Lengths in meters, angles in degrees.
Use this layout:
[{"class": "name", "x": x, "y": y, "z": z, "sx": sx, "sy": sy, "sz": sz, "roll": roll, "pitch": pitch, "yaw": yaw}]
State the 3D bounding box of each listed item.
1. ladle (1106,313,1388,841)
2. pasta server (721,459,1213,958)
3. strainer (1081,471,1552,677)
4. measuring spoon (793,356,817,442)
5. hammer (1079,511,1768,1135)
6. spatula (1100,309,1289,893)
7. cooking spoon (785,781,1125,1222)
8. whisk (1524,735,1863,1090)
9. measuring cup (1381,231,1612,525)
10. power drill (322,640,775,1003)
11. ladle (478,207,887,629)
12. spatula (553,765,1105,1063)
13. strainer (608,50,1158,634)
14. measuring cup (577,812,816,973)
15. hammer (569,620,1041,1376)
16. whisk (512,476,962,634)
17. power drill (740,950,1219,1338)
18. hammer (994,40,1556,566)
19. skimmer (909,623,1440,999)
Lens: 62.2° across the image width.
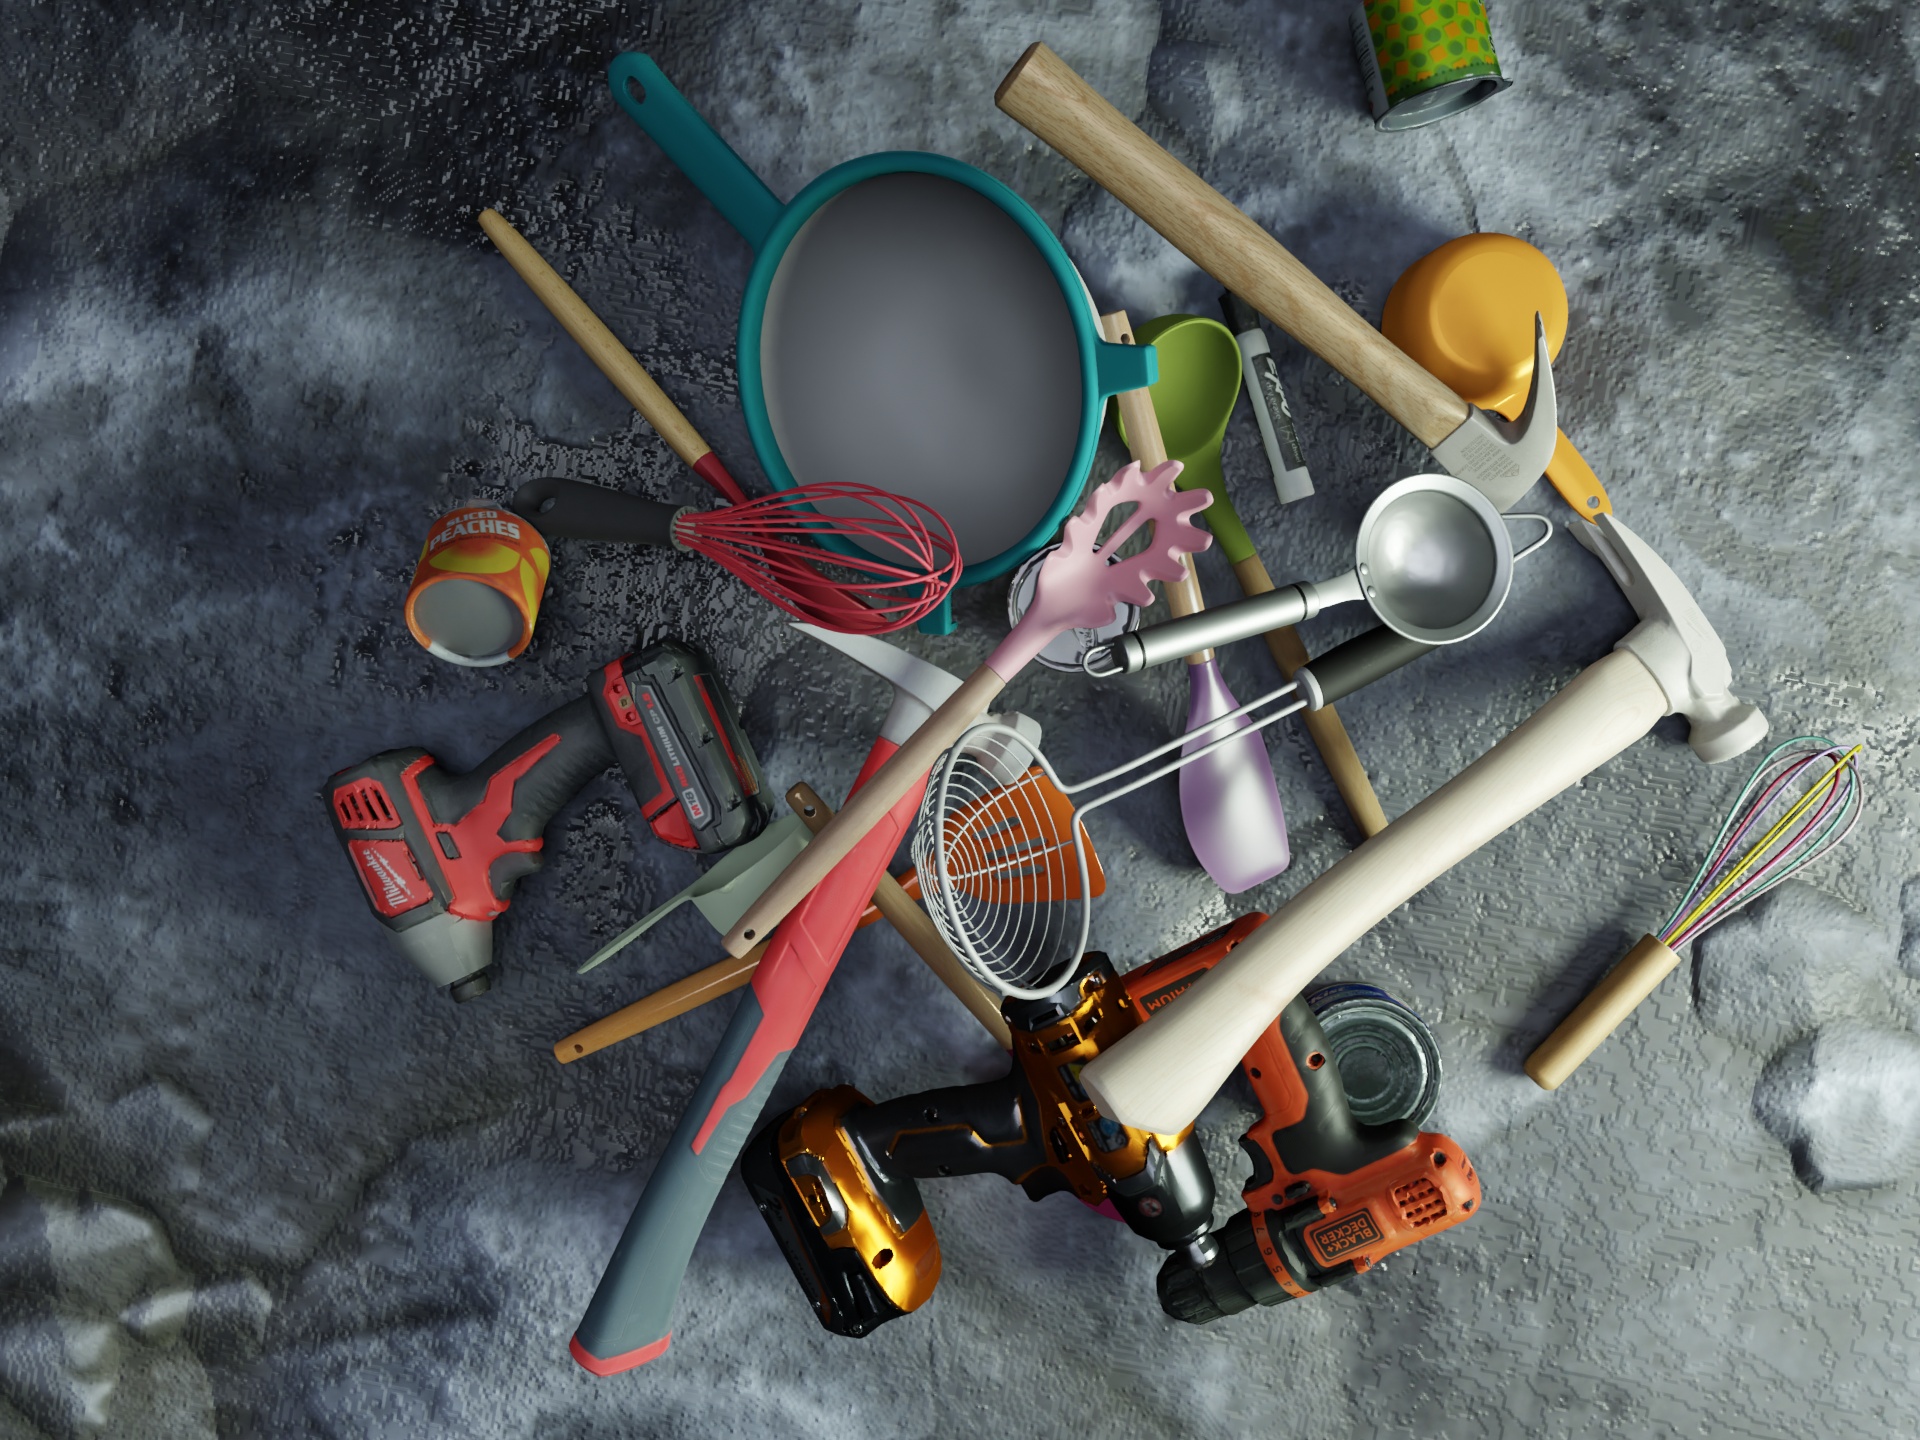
[{"class": "ladle", "x": 0.167, "y": -0.063, "z": 0.841, "sx": 0.078, "sy": 0.062, "sz": 0.320, "roll": -28, "pitch": 95, "yaw": -14}, {"class": "pasta server", "x": -0.001, "y": -0.002, "z": 0.762, "sx": 0.060, "sy": 0.040, "sz": 0.316, "roll": 44, "pitch": 89, "yaw": -11}, {"class": "strainer", "x": 0.173, "y": -0.062, "z": 0.782, "sx": 0.258, "sy": 0.050, "sz": 0.087, "roll": -17, "pitch": 91, "yaw": -18}, {"class": "measuring spoon", "x": -0.095, "y": -0.208, "z": 0.867, "sx": 0.021, "sy": 0.011, "sz": 0.117, "roll": -10, "pitch": 89, "yaw": 4}, {"class": "hammer", "x": 0.222, "y": 0.056, "z": 0.791, "sx": 0.410, "sy": 0.038, "sz": 0.146, "roll": -35, "pitch": 91, "yaw": -15}, {"class": "spatula", "x": 0.116, "y": -0.055, "z": 0.824, "sx": 0.060, "sy": 0.018, "sz": 0.315, "roll": -22, "pitch": 107, "yaw": -18}, {"class": "cooking spoon", "x": 0.014, "y": 0.154, "z": 0.855, "sx": 0.069, "sy": 0.017, "sz": 0.318, "roll": -39, "pitch": 102, "yaw": 4}, {"class": "whisk", "x": 0.389, "y": 0.103, "z": 0.847, "sx": 0.051, "sy": 0.047, "sz": 0.245, "roll": 41, "pitch": 97, "yaw": -2}, {"class": "measuring cup", "x": 0.294, "y": -0.174, "z": 0.826, "sx": 0.095, "sy": 0.052, "sz": 0.173, "roll": -36, "pitch": 91, "yaw": 1}, {"class": "power drill", "x": -0.221, "y": 0.055, "z": 0.856, "sx": 0.219, "sy": 0.078, "sz": 0.143, "roll": -23, "pitch": 91, "yaw": 7}, {"class": "ladle", "x": -0.155, "y": -0.159, "z": 0.853, "sx": 0.031, "sy": 0.069, "sz": 0.315, "roll": -42, "pitch": 85, "yaw": 4}, {"class": "spatula", "x": -0.080, "y": 0.120, "z": 0.869, "sx": 0.322, "sy": 0.041, "sz": 0.081, "roll": -26, "pitch": 104, "yaw": 5}, {"class": "strainer", "x": -0.047, "y": -0.225, "z": 0.819, "sx": 0.340, "sy": 0.095, "sz": 0.211, "roll": 48, "pitch": 126, "yaw": 11}, {"class": "measuring cup", "x": -0.139, "y": 0.108, "z": 0.865, "sx": 0.167, "sy": 0.083, "sz": 0.038, "roll": -33, "pitch": 101, "yaw": 19}, {"class": "hammer", "x": -0.108, "y": 0.141, "z": 0.796, "sx": 0.143, "sy": 0.038, "sz": 0.386, "roll": 28, "pitch": 88, "yaw": -14}, {"class": "whisk", "x": -0.123, "y": -0.093, "z": 0.794, "sx": 0.296, "sy": 0.073, "sz": 0.073, "roll": 13, "pitch": 95, "yaw": 34}, {"class": "power drill", "x": 0.016, "y": 0.235, "z": 0.820, "sx": 0.226, "sy": 0.084, "sz": 0.164, "roll": -29, "pitch": 89, "yaw": 22}, {"class": "hammer", "x": 0.158, "y": -0.213, "z": 0.776, "sx": 0.331, "sy": 0.031, "sz": 0.130, "roll": 35, "pitch": 127, "yaw": -14}, {"class": "skimmer", "x": 0.136, "y": 0.011, "z": 0.768, "sx": 0.363, "sy": 0.090, "sz": 0.127, "roll": -25, "pitch": 101, "yaw": -18}]
